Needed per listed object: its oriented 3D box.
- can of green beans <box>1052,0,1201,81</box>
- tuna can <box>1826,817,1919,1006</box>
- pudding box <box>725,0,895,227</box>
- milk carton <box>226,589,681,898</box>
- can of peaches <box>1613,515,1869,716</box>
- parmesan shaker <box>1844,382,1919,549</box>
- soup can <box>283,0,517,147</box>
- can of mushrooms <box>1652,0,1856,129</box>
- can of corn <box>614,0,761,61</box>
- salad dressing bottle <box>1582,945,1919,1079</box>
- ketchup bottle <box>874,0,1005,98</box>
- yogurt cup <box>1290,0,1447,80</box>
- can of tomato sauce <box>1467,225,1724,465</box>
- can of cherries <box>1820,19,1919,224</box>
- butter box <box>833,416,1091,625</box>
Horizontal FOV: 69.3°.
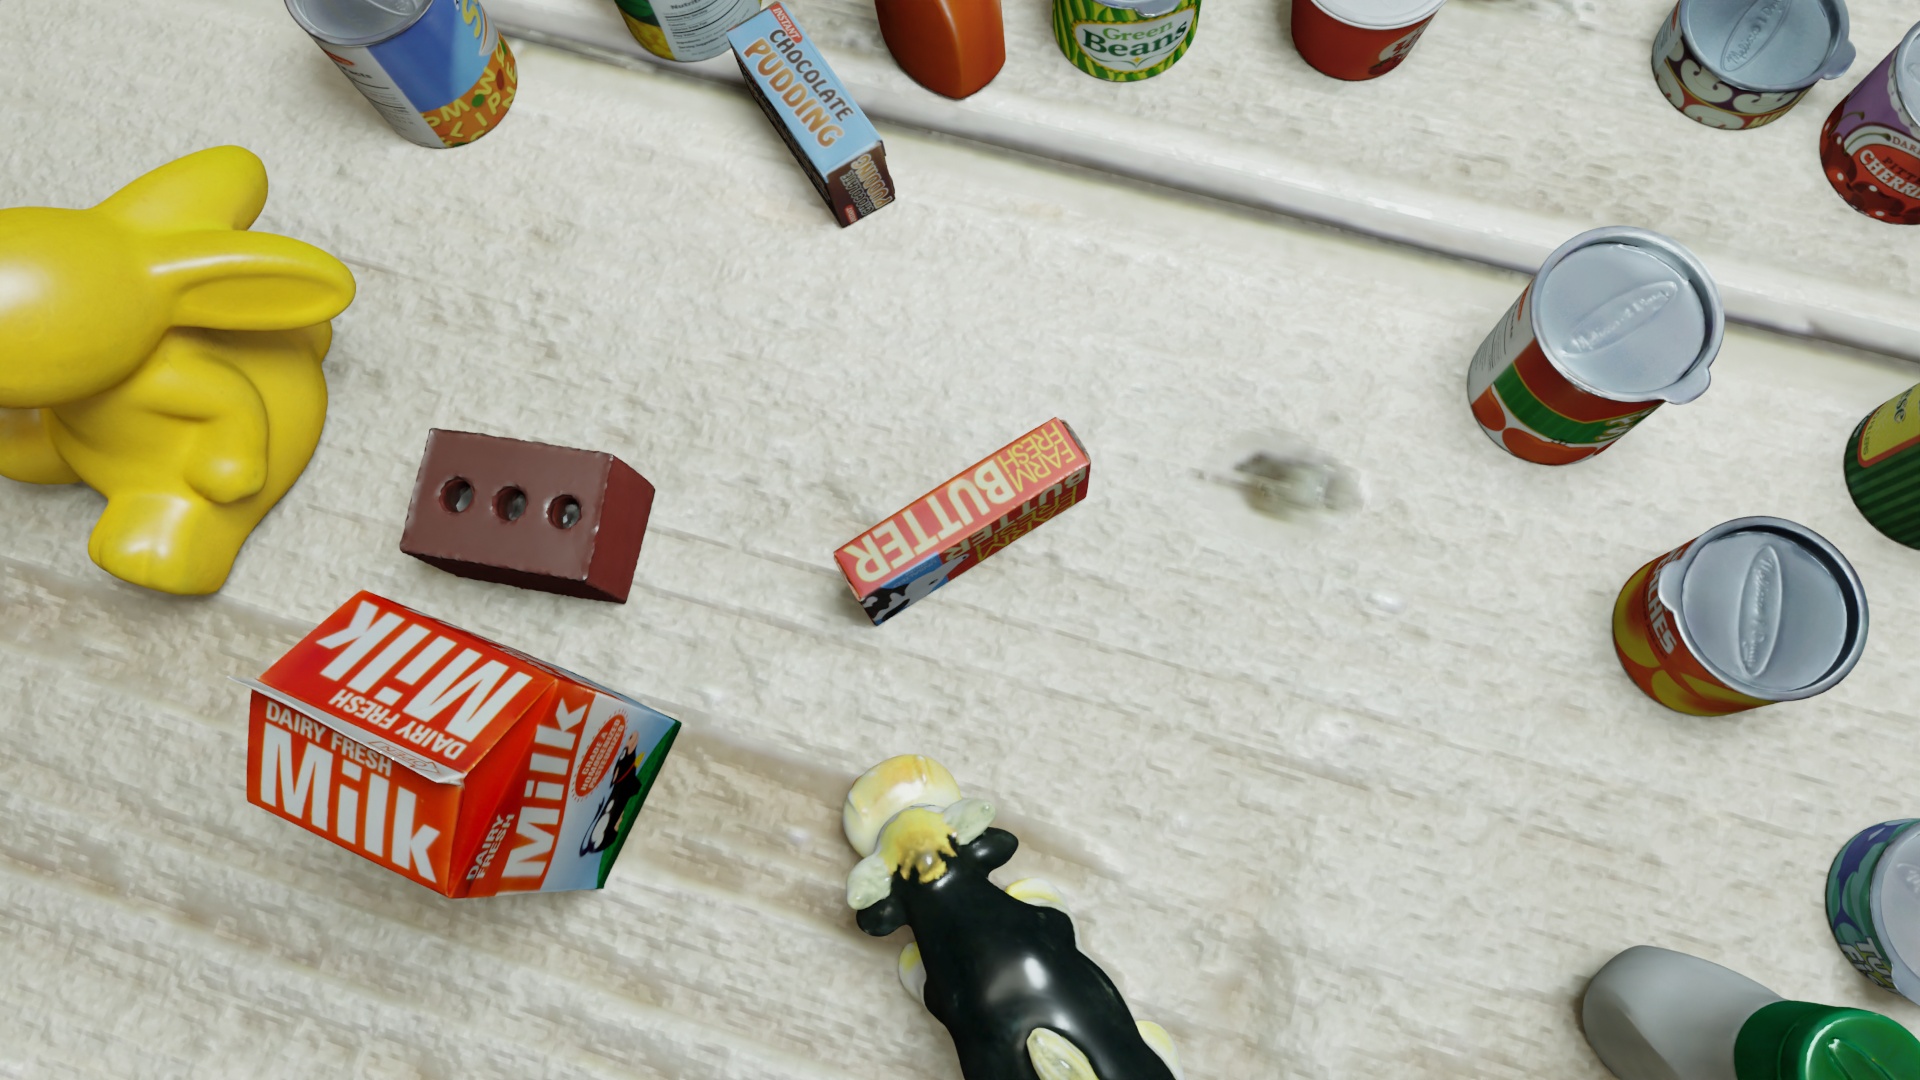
[{"bbox_3d":[0.072,-0.240,0.593,0.071,0.057,0.071,-1,76,4],"label":"can of green beans"},{"bbox_3d":[0.348,0.134,0.494,0.071,0.032,0.071,-1,76,4],"label":"tuna can"},{"bbox_3d":[-0.063,-0.181,0.592,0.030,0.049,0.084,-33,76,-4],"label":"pudding box"},{"bbox_3d":[-0.163,0.071,0.464,0.072,0.190,0.073,22,79,9],"label":"milk carton"},{"bbox_3d":[0.282,0.029,0.512,0.071,0.058,0.071,-1,76,4],"label":"can of peaches"},{"bbox_3d":[0.376,-0.036,0.498,0.071,0.103,0.071,-1,76,4],"label":"parmesan shaker"},{"bbox_3d":[-0.235,-0.220,0.597,0.071,0.083,0.071,-1,76,4],"label":"soup can"},{"bbox_3d":[0.330,-0.207,0.580,0.071,0.033,0.071,-1,76,4],"label":"can of mushrooms"},{"bbox_3d":[-0.126,-0.257,0.611,0.071,0.058,0.071,-1,76,4],"label":"can of corn"},{"bbox_3d":[0.245,0.160,0.436,0.044,0.147,0.064,-40,77,-5],"label":"salad dressing bottle"},{"bbox_3d":[-0.014,-0.239,0.552,0.043,0.148,0.065,-42,77,-6],"label":"ketchup bottle"},{"bbox_3d":[0.171,-0.232,0.587,0.072,0.054,0.072,-1,76,4],"label":"yogurt cup"},{"bbox_3d":[0.238,-0.069,0.526,0.071,0.083,0.071,-1,76,4],"label":"can of tomato sauce"},{"bbox_3d":[0.389,-0.166,0.552,0.071,0.058,0.071,-1,76,4],"label":"can of cherries"},{"bbox_3d":[0.002,-0.007,0.543,0.103,0.053,0.024,-32,76,-4],"label":"butter box"}]
